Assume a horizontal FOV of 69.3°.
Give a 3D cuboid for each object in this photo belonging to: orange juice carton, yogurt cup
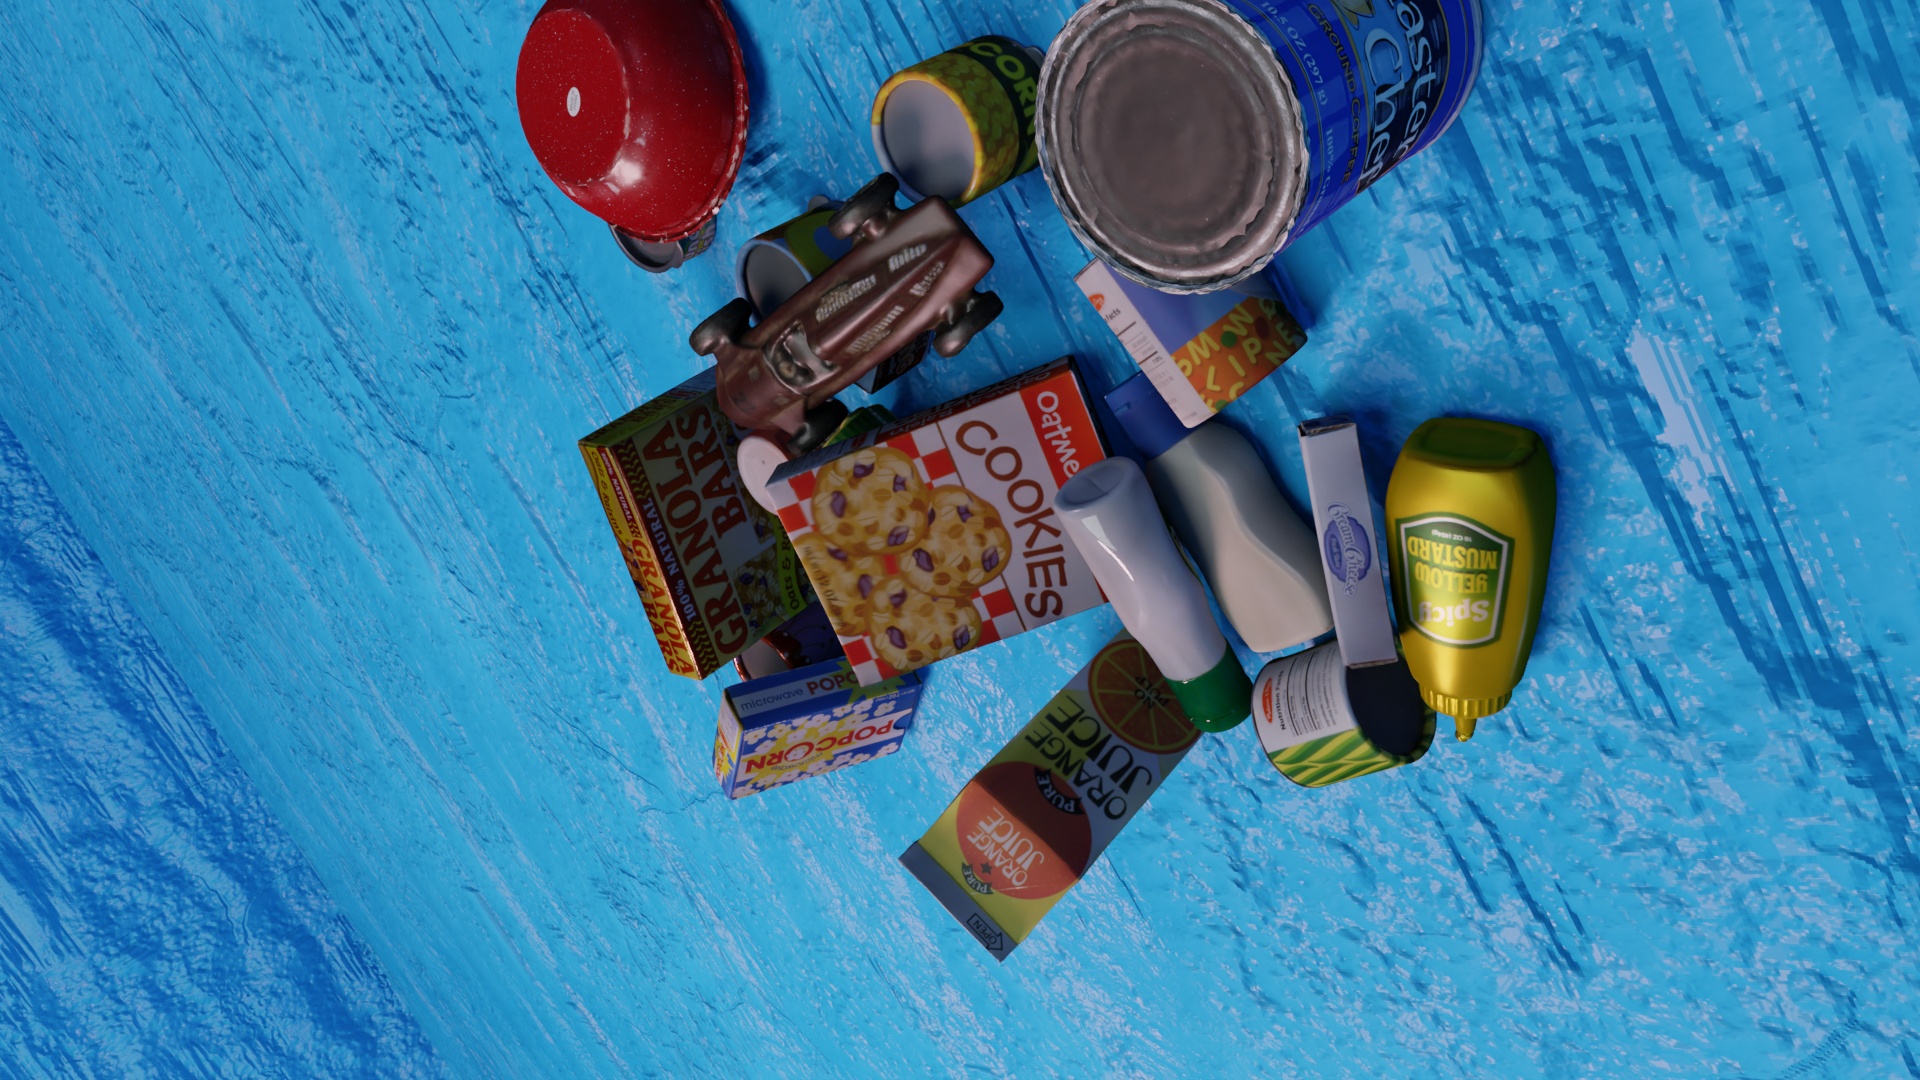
[{"bbox_3d":[0.052,0.130,0.725,0.072,0.194,0.072,43,141,10],"label":"orange juice carton"},{"bbox_3d":[-0.099,-0.050,0.848,0.072,0.054,0.072,26,134,30],"label":"yogurt cup"}]

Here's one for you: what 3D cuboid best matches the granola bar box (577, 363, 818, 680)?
[{"bbox_3d":[-0.154,-0.014,0.874,0.039,0.125,0.164,9,125,42],"label":"granola bar box"}]

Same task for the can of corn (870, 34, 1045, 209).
[{"bbox_3d":[0.003,-0.192,0.636,0.071,0.058,0.070,25,134,29],"label":"can of corn"}]

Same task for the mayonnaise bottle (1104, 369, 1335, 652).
[{"bbox_3d":[0.125,-0.018,0.663,0.148,0.041,0.064,56,148,-3],"label":"mayonnaise bottle"}]

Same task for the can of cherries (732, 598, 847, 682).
[{"bbox_3d":[-0.117,0.073,0.957,0.071,0.059,0.071,25,134,29],"label":"can of cherries"}]

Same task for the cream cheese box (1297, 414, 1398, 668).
[{"bbox_3d":[0.167,-0.002,0.603,0.024,0.053,0.103,-11,97,13],"label":"cream cheese box"}]

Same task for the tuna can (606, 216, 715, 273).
[{"bbox_3d":[-0.179,-0.195,0.834,0.071,0.033,0.070,25,134,30],"label":"tuna can"}]

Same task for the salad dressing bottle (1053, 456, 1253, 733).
[{"bbox_3d":[0.098,0.029,0.675,0.147,0.044,0.064,57,176,-24],"label":"salad dressing bottle"}]

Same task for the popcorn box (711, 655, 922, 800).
[{"bbox_3d":[-0.096,0.120,0.916,0.038,0.127,0.084,59,148,32],"label":"popcorn box"}]

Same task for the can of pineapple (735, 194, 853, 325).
[{"bbox_3d":[-0.081,-0.145,0.755,0.071,0.058,0.070,26,134,30],"label":"can of pineapple"}]

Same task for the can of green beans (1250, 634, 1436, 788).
[{"bbox_3d":[0.182,0.080,0.660,0.071,0.071,0.057,55,141,-3],"label":"can of green beans"}]

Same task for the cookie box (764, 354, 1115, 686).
[{"bbox_3d":[0.003,-0.009,0.719,0.167,0.040,0.122,-20,108,11],"label":"cookie box"}]

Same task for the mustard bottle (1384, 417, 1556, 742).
[{"bbox_3d":[0.219,0.027,0.597,0.065,0.049,0.159,11,126,35],"label":"mustard bottle"}]

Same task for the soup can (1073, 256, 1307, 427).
[{"bbox_3d":[0.102,-0.103,0.603,0.084,0.072,0.071,53,141,-2],"label":"soup can"}]

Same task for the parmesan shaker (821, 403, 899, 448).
[{"bbox_3d":[-0.029,-0.022,0.789,0.103,0.072,0.071,41,140,13],"label":"parmesan shaker"}]

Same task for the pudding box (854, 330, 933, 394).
[{"bbox_3d":[-0.035,-0.123,0.733,0.030,0.050,0.083,37,138,16],"label":"pudding box"}]
